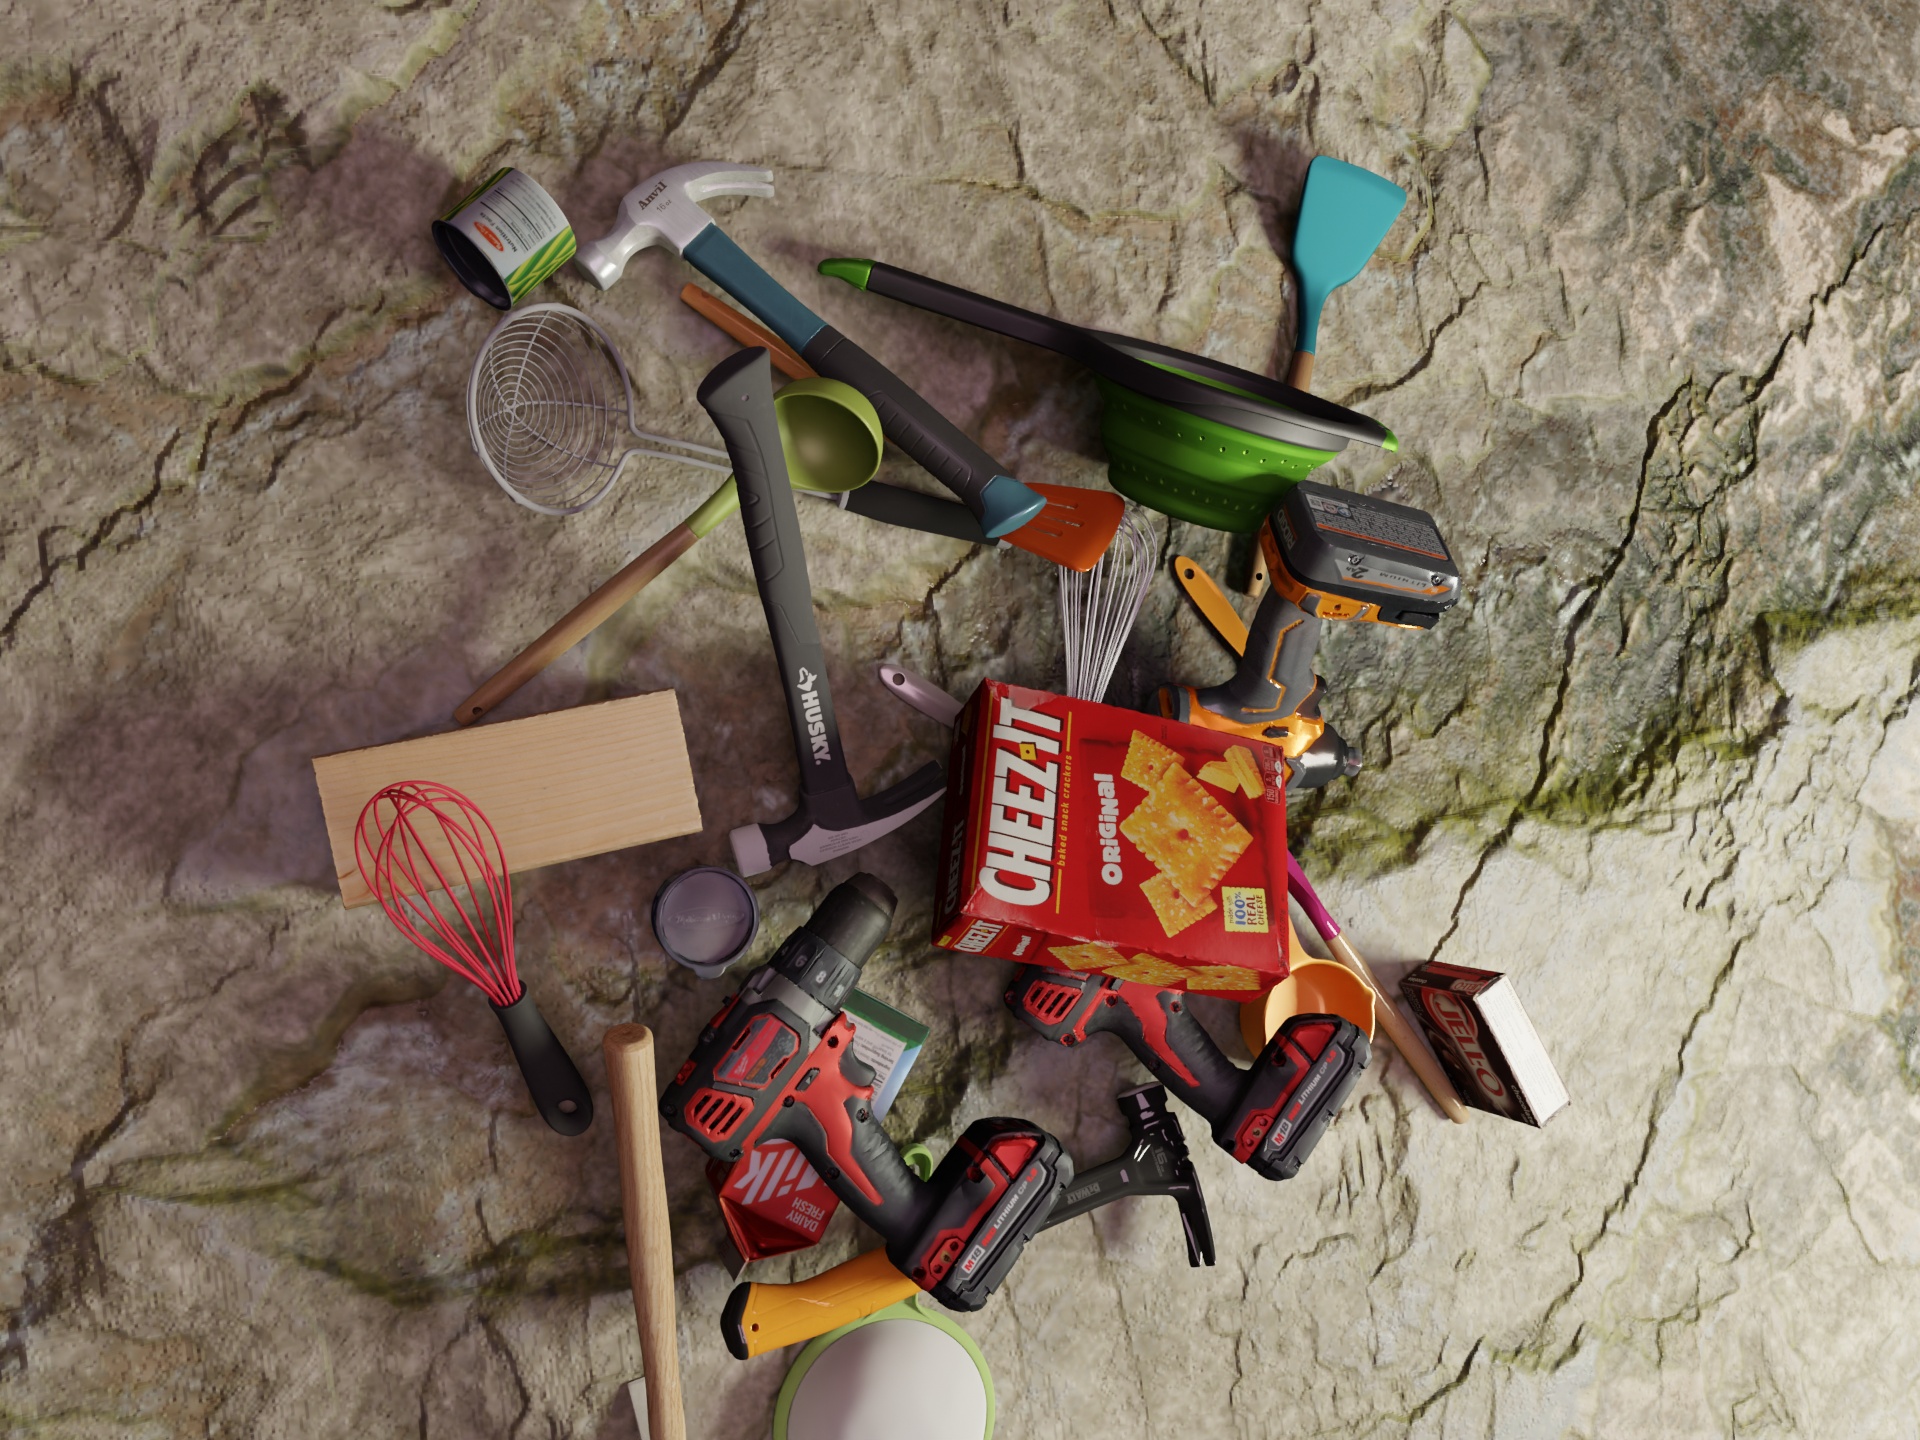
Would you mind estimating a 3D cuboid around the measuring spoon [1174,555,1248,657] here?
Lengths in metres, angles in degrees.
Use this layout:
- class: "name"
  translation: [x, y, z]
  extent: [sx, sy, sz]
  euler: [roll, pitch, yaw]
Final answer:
- class: "measuring spoon"
  translation: [0.190, -0.071, 1.147]
  extent: [0.021, 0.011, 0.117]
  euler: [-39, 95, -15]

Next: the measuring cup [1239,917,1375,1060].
- class: "measuring cup"
  translation: [0.226, 0.172, 1.126]
  extent: [0.095, 0.052, 0.173]
  euler: [-24, 93, -16]

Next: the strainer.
- class: "strainer"
  translation: [-0.035, 0.409, 1.027]
  extent: [0.151, 0.069, 0.256]
  euler: [7, 87, -16]

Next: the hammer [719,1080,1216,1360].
- class: "hammer"
  translation: [0.010, 0.342, 1.023]
  extent: [0.336, 0.034, 0.127]
  euler: [-13, 77, -26]

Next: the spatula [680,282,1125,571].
- class: "spatula"
  translation: [-0.042, -0.198, 1.044]
  extent: [0.322, 0.041, 0.081]
  euler: [33, 52, -4]

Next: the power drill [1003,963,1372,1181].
- class: "power drill"
  translation: [0.154, 0.192, 1.059]
  extent: [0.220, 0.078, 0.143]
  euler: [33, 87, 9]

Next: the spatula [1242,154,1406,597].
- class: "spatula"
  translation: [0.248, -0.244, 1.152]
  extent: [0.082, 0.044, 0.317]
  euler: [15, 85, -19]

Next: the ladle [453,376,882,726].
- class: "ladle"
  translation: [-0.182, -0.095, 0.968]
  extent: [0.320, 0.062, 0.078]
  euler: [-39, 123, 2]

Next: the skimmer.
- class: "skimmer"
  translation: [-0.126, -0.164, 1.011]
  extent: [0.363, 0.090, 0.127]
  euler: [12, 85, -16]

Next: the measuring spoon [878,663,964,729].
- class: "measuring spoon"
  translation: [-0.002, -0.003, 1.080]
  extent: [0.124, 0.018, 0.034]
  euler: [32, 80, -13]

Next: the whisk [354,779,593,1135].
- class: "whisk"
  translation: [-0.267, 0.144, 0.911]
  extent: [0.073, 0.073, 0.295]
  euler: [-26, 130, -16]

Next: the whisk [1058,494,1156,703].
- class: "whisk"
  translation: [0.085, -0.014, 1.092]
  extent: [0.070, 0.070, 0.284]
  euler: [9, 90, -16]

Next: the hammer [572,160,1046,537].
- class: "hammer"
  translation: [-0.083, -0.231, 1.013]
  extent: [0.331, 0.033, 0.128]
  euler: [41, 80, 4]

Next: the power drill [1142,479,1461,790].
- class: "power drill"
  translation: [0.237, -0.040, 1.068]
  extent: [0.164, 0.226, 0.084]
  euler: [11, 42, -17]

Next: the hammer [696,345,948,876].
- class: "hammer"
  translation: [-0.097, -0.061, 0.966]
  extent: [0.146, 0.035, 0.334]
  euler: [-16, 120, -12]

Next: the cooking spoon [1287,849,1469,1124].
- class: "cooking spoon"
  translation: [0.281, 0.173, 1.147]
  extent: [0.017, 0.069, 0.318]
  euler: [-34, 104, 13]

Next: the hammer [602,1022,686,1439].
- class: "hammer"
  translation: [-0.179, 0.332, 0.927]
  extent: [0.031, 0.130, 0.331]
  euler: [-7, 106, -18]

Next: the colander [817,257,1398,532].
- class: "colander"
  translation: [0.086, -0.211, 1.066]
  extent: [0.397, 0.204, 0.094]
  euler: [18, 109, 1]

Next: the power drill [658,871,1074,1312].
- class: "power drill"
  translation: [-0.042, 0.221, 0.956]
  extent: [0.226, 0.080, 0.188]
  euler: [39, 78, -7]
